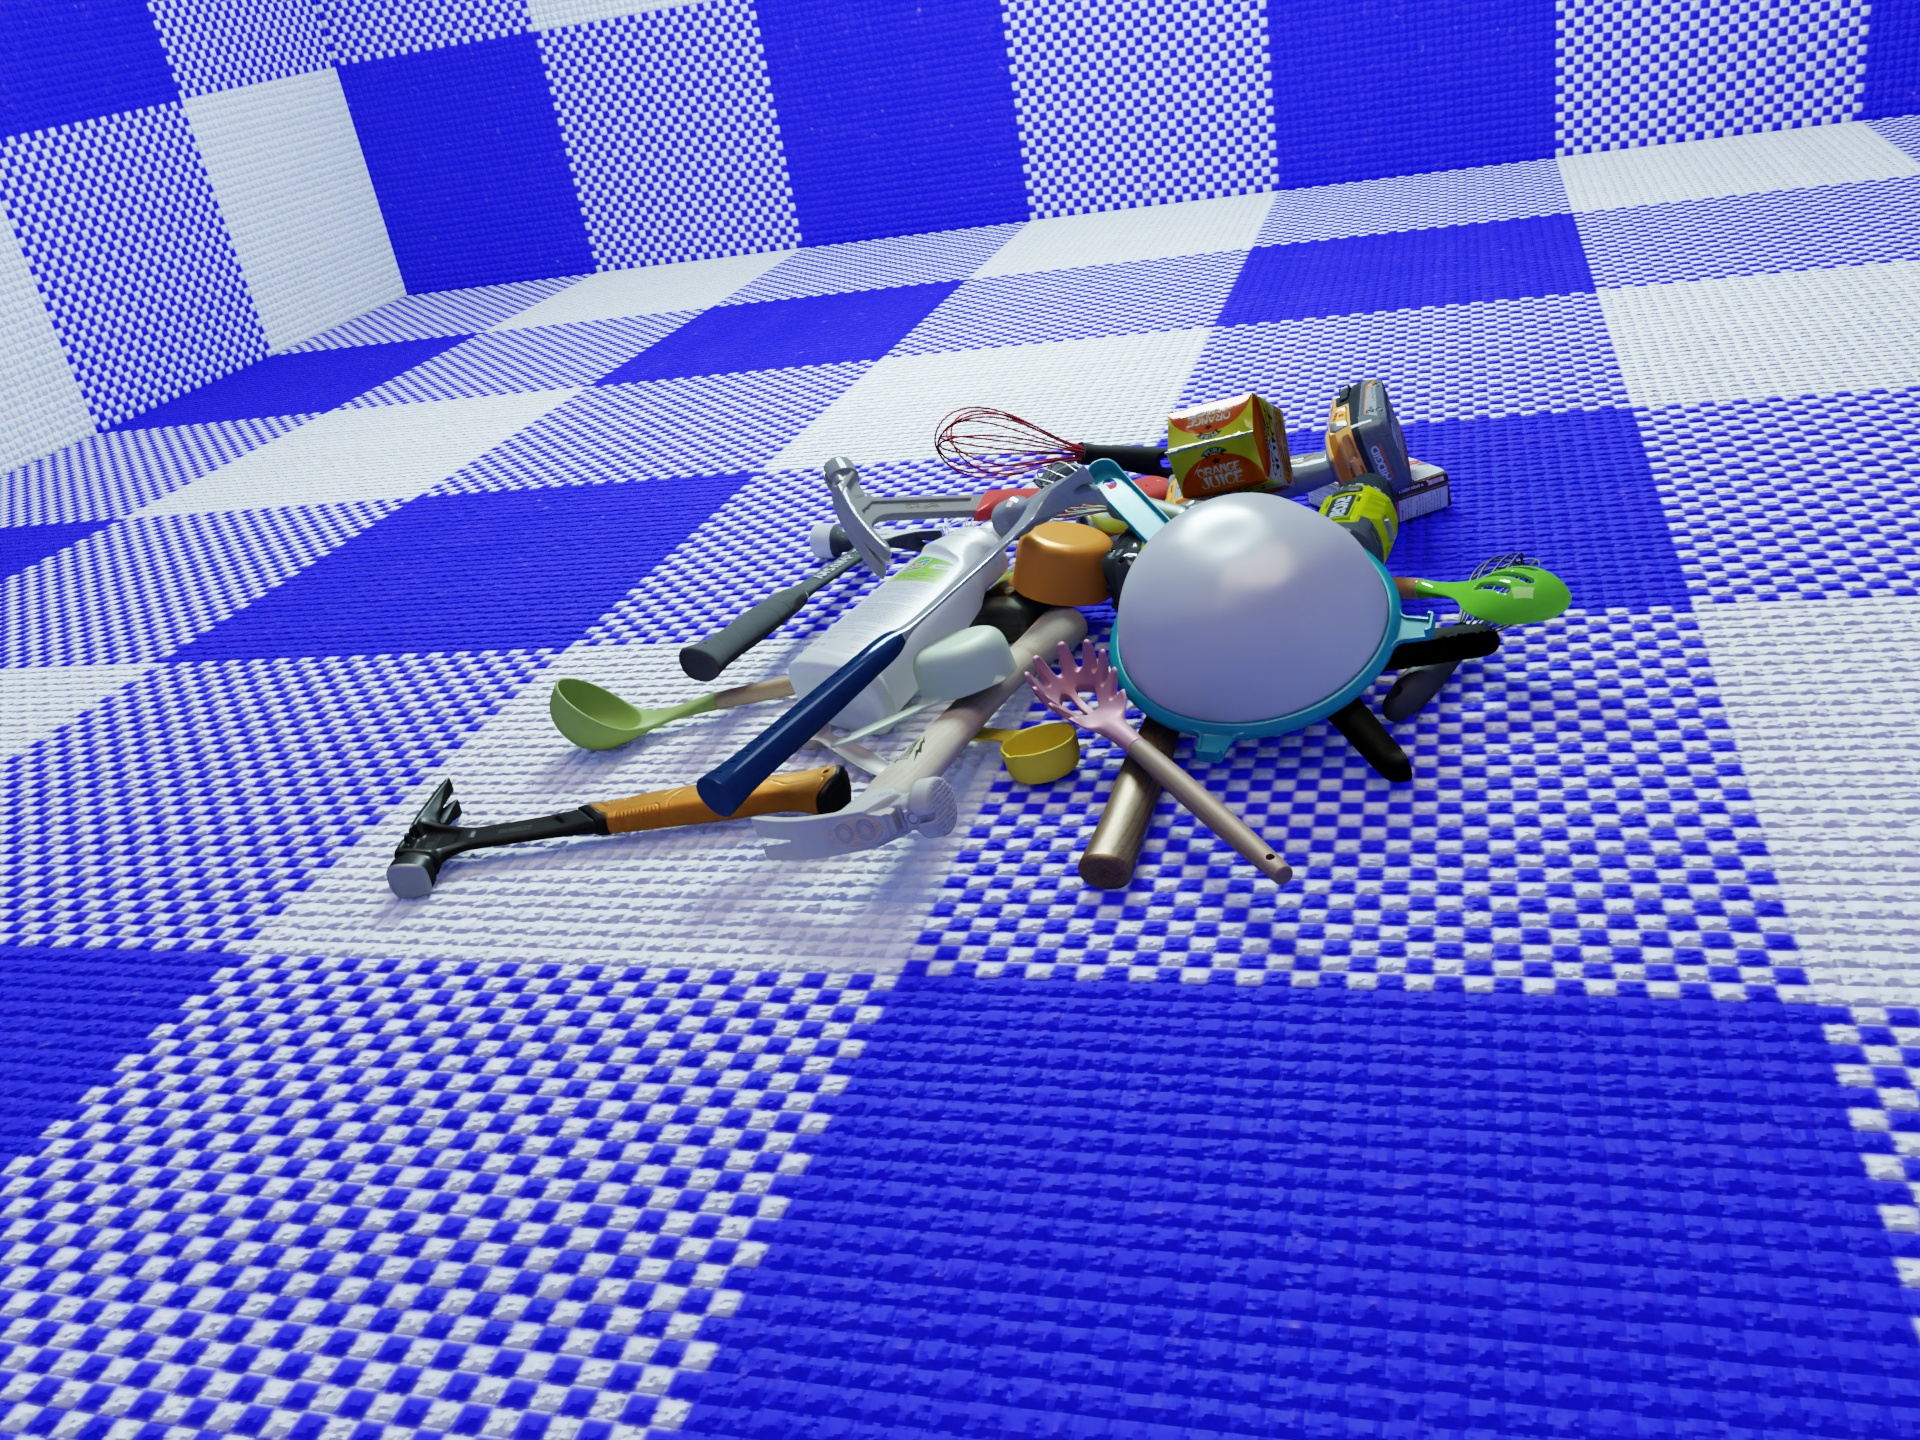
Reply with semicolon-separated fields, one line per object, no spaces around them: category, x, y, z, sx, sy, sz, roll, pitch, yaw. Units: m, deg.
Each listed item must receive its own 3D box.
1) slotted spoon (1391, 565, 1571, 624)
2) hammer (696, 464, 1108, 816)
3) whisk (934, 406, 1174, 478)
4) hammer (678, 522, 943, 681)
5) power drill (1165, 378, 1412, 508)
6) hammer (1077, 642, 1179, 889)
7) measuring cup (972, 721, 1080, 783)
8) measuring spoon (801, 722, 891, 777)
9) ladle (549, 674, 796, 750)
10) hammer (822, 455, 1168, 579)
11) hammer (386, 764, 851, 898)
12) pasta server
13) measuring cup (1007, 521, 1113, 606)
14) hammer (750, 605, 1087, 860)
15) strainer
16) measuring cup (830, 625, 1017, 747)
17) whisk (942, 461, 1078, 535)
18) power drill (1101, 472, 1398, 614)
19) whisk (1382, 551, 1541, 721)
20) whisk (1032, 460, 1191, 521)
slotted spoon;0.343;-0.103;1.251;0.070;0.031;0.314;-33;20;-22
hammer;-0.040;-0.068;1.194;0.405;0.035;0.144;-44;15;-30
whisk;0.106;-0.277;1.639;0.295;0.073;0.073;1;20;-26
hammer;-0.142;-0.116;1.459;0.149;0.036;0.409;2;22;20
power drill;0.299;-0.241;1.497;0.226;0.084;0.185;-19;27;22
hammer;0.142;0.019;1.144;0.130;0.031;0.331;-1;28;19
measuring cup;0.029;0.023;1.194;0.062;0.029;0.157;-30;21;-34
measuring spoon;-0.088;0.029;1.232;0.034;0.018;0.124;-28;38;-35
ladle;-0.182;-0.033;1.337;0.320;0.062;0.078;-12;28;-10
hammer;0.056;-0.199;1.505;0.359;0.036;0.149;-6;45;-27
hammer;-0.247;0.067;1.185;0.337;0.034;0.127;-8;28;5
pasta server;0.129;0.024;1.062;0.060;0.040;0.316;-28;31;-9
measuring cup;0.092;-0.156;1.403;0.095;0.052;0.174;5;28;0
hammer;-0.002;-0.004;1.198;0.146;0.038;0.411;-11;17;28
strainer;0.174;-0.131;1.172;0.211;0.095;0.341;-30;46;-6
measuring cup;-0.033;-0.027;1.173;0.167;0.038;0.083;-27;15;-32
whisk;0.058;-0.223;1.631;0.070;0.070;0.285;4;26;27
power drill;0.249;-0.143;1.324;0.228;0.080;0.191;-10;21;27
whisk;0.379;-0.064;1.208;0.055;0.055;0.239;13;40;39
whisk;0.132;-0.186;1.372;0.059;0.057;0.246;-56;30;-3
